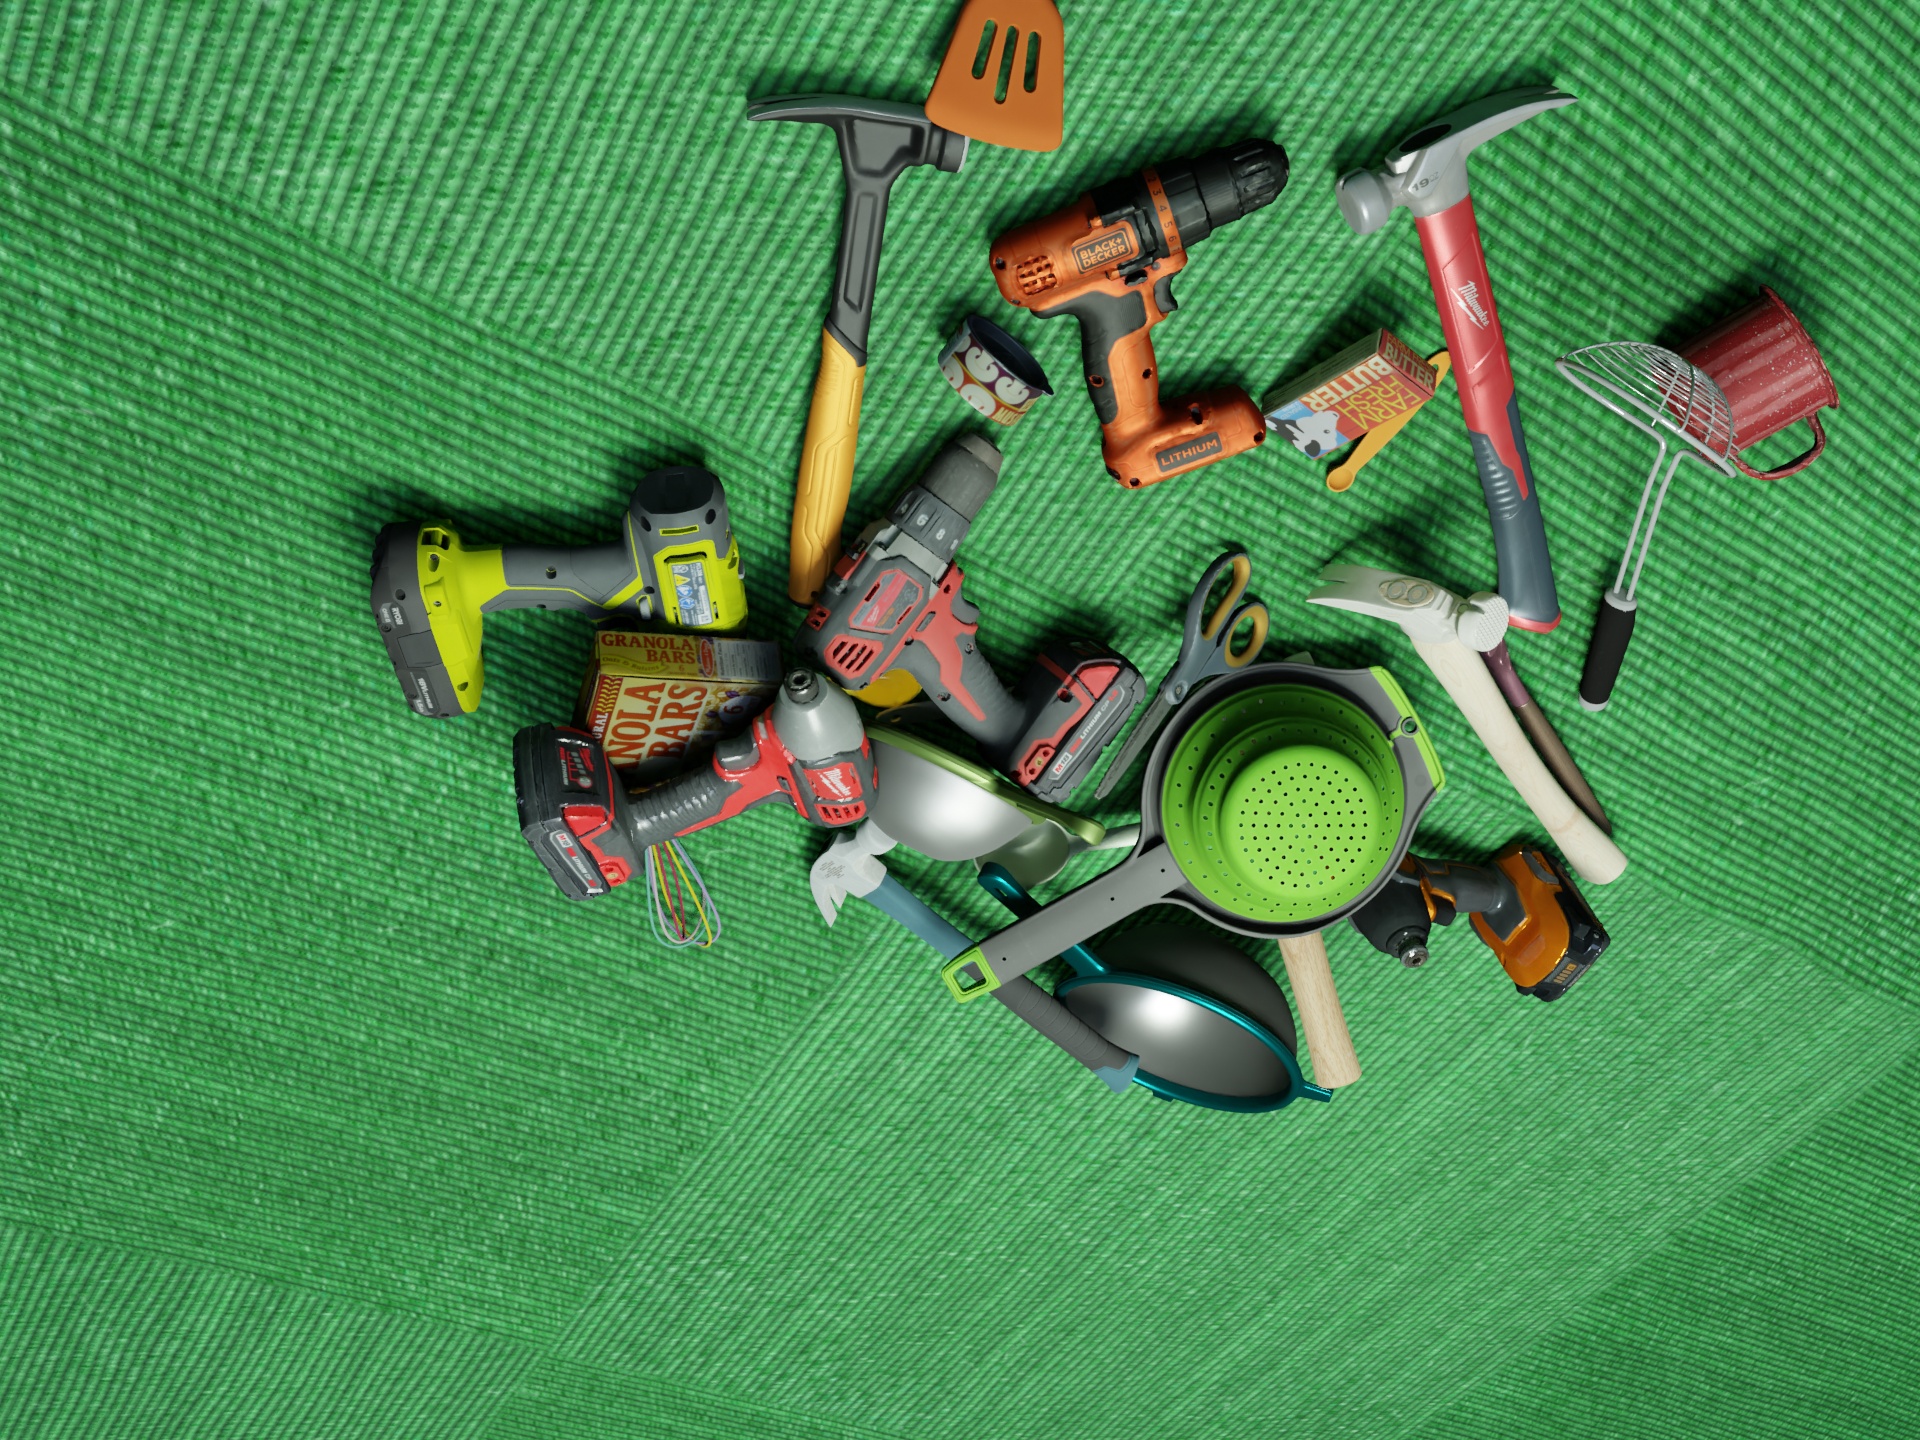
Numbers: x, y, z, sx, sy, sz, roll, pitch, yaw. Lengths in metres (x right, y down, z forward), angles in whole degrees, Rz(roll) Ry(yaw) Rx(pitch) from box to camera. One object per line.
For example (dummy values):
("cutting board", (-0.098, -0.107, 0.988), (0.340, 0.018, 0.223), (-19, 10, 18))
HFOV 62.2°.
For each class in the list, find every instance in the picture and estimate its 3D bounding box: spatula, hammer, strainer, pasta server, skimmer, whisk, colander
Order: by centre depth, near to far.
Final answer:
("spatula", (0.057, -0.464, 0.821), (0.081, 0.041, 0.322), (10, 124, -13))
("hammer", (-0.083, -0.216, 0.993), (0.127, 0.034, 0.336), (4, 126, -11))
("hammer", (0.362, -0.215, 1.046), (0.143, 0.038, 0.385), (-27, 127, 4))
("skimmer", (0.438, -0.109, 1.075), (0.090, 0.127, 0.362), (-34, 145, -16))
("strainer", (0.008, 0.070, 1.086), (0.151, 0.256, 0.069), (31, 83, -32))
("colander", (0.162, 0.105, 1.130), (0.397, 0.094, 0.204), (-30, 97, 5))
("whisk", (-0.233, 0.079, 1.194), (0.051, 0.047, 0.244), (-19, 123, -8))
("hammer", (0.241, 0.122, 1.198), (0.130, 0.031, 0.331), (-16, 99, 3))
("hammer", (0.405, 0.015, 1.200), (0.410, 0.146, 0.038), (42, 76, -40))
("pasta server", (0.437, 0.006, 1.224), (0.315, 0.060, 0.040), (45, 73, -35))
("hammer", (0.018, 0.194, 1.254), (0.330, 0.033, 0.128), (39, 139, -17))
("strainer", (0.145, 0.191, 1.280), (0.340, 0.095, 0.211), (43, 146, -24))

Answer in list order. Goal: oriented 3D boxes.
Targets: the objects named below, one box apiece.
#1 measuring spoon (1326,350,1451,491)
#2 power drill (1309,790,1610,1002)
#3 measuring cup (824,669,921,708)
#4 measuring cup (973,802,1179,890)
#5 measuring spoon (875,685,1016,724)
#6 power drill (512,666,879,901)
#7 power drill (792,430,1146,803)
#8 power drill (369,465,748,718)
("measuring spoon", (0.286, -0.202, 1.068), (0.021, 0.011, 0.117), (25, 116, -29))
("power drill", (0.391, 0.148, 1.247), (0.226, 0.164, 0.084), (17, 122, -21))
("measuring cup", (-0.101, -0.031, 1.140), (0.156, 0.029, 0.062), (-9, 130, 12))
("measuring cup", (0.090, 0.084, 1.240), (0.167, 0.038, 0.083), (-9, 127, -3))
("measuring spoon", (-0.002, -0.004, 1.151), (0.124, 0.018, 0.034), (-7, 143, -23))
("power drill", (-0.167, 0.034, 1.028), (0.219, 0.079, 0.143), (-15, 146, -2))
("power drill", (0.021, -0.067, 1.079), (0.226, 0.080, 0.188), (34, 94, -28))
("power drill", (-0.254, -0.068, 1.056), (0.228, 0.080, 0.190), (-7, 136, -5))
